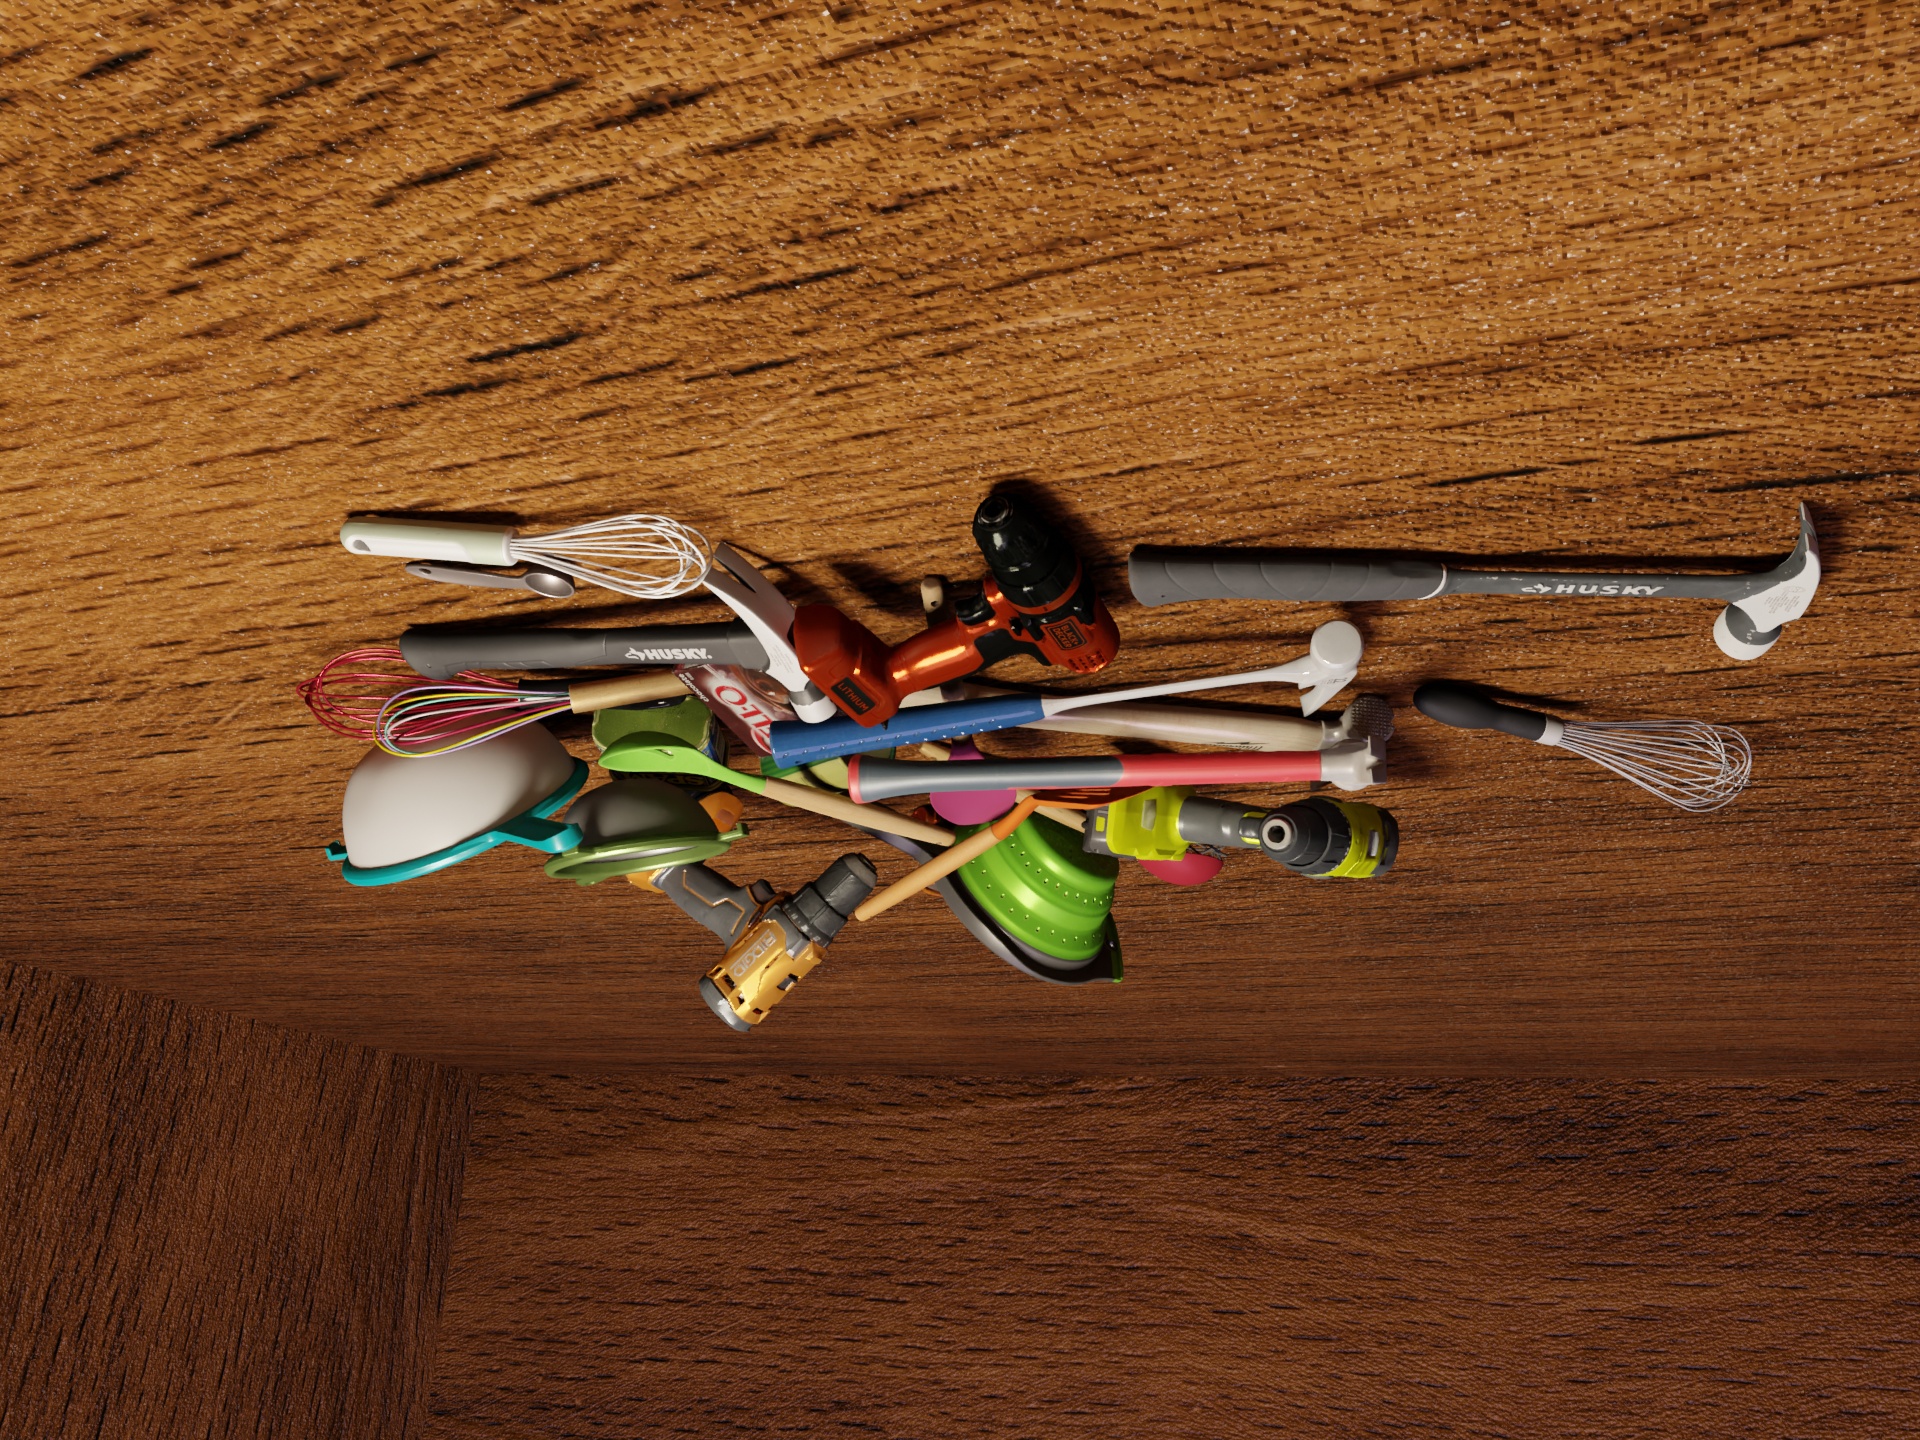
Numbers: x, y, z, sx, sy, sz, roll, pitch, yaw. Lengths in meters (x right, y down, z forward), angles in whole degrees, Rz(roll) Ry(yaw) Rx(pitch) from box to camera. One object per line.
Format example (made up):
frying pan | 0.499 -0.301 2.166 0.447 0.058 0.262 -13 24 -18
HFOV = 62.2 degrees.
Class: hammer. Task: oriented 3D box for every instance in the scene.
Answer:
hammer | 0.106 0.036 1.142 0.386 0.038 0.143 -2 177 9
hammer | 0.070 -0.009 1.111 0.405 0.035 0.144 -8 167 7
hammer | 0.115 0.001 1.239 0.410 0.038 0.146 6 161 -5
hammer | -0.257 -0.055 1.115 0.335 0.035 0.146 0 141 24
hammer | 0.308 -0.086 0.972 0.409 0.036 0.149 2 159 6

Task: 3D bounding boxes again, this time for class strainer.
strainer | -0.289 0.095 1.345 0.151 0.069 0.256 -5 170 -28
strainer | -0.383 0.046 1.245 0.211 0.095 0.340 -30 -162 -30

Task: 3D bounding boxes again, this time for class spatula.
spatula | 0.019 0.109 1.303 0.322 0.041 0.081 -34 167 39

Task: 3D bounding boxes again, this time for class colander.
colander | 0.010 0.098 1.432 0.396 0.205 0.094 29 117 -19

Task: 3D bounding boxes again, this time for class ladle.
ladle | 0.099 0.084 1.404 0.315 0.031 0.069 26 154 -20

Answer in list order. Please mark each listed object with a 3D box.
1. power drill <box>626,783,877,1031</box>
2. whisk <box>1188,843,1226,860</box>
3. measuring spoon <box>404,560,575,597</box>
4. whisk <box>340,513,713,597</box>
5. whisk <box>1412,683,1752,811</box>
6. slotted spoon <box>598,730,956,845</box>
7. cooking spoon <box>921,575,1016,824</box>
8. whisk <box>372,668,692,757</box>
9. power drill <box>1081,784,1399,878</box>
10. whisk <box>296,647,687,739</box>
power drill | -0.194 0.138 1.425 0.185 0.226 0.084 -45 150 1
whisk | 0.177 0.087 1.449 0.055 0.055 0.238 -12 150 35
measuring spoon | -0.317 -0.101 1.071 0.124 0.018 0.034 6 158 12
whisk | -0.274 -0.108 0.995 0.246 0.059 0.057 5 148 10
whisk | 0.467 0.014 1.190 0.284 0.070 0.070 13 158 -11
slotted spoon | -0.135 0.057 1.259 0.313 0.031 0.070 18 154 -30
cooking spoon | -0.002 -0.004 1.175 0.069 0.017 0.318 -7 146 2
whisk | -0.315 -0.008 1.197 0.245 0.047 0.051 -10 119 -11
power drill | 0.216 0.084 1.276 0.229 0.080 0.190 6 178 35
whisk | -0.362 -0.021 1.236 0.295 0.073 0.073 -1 160 -7
